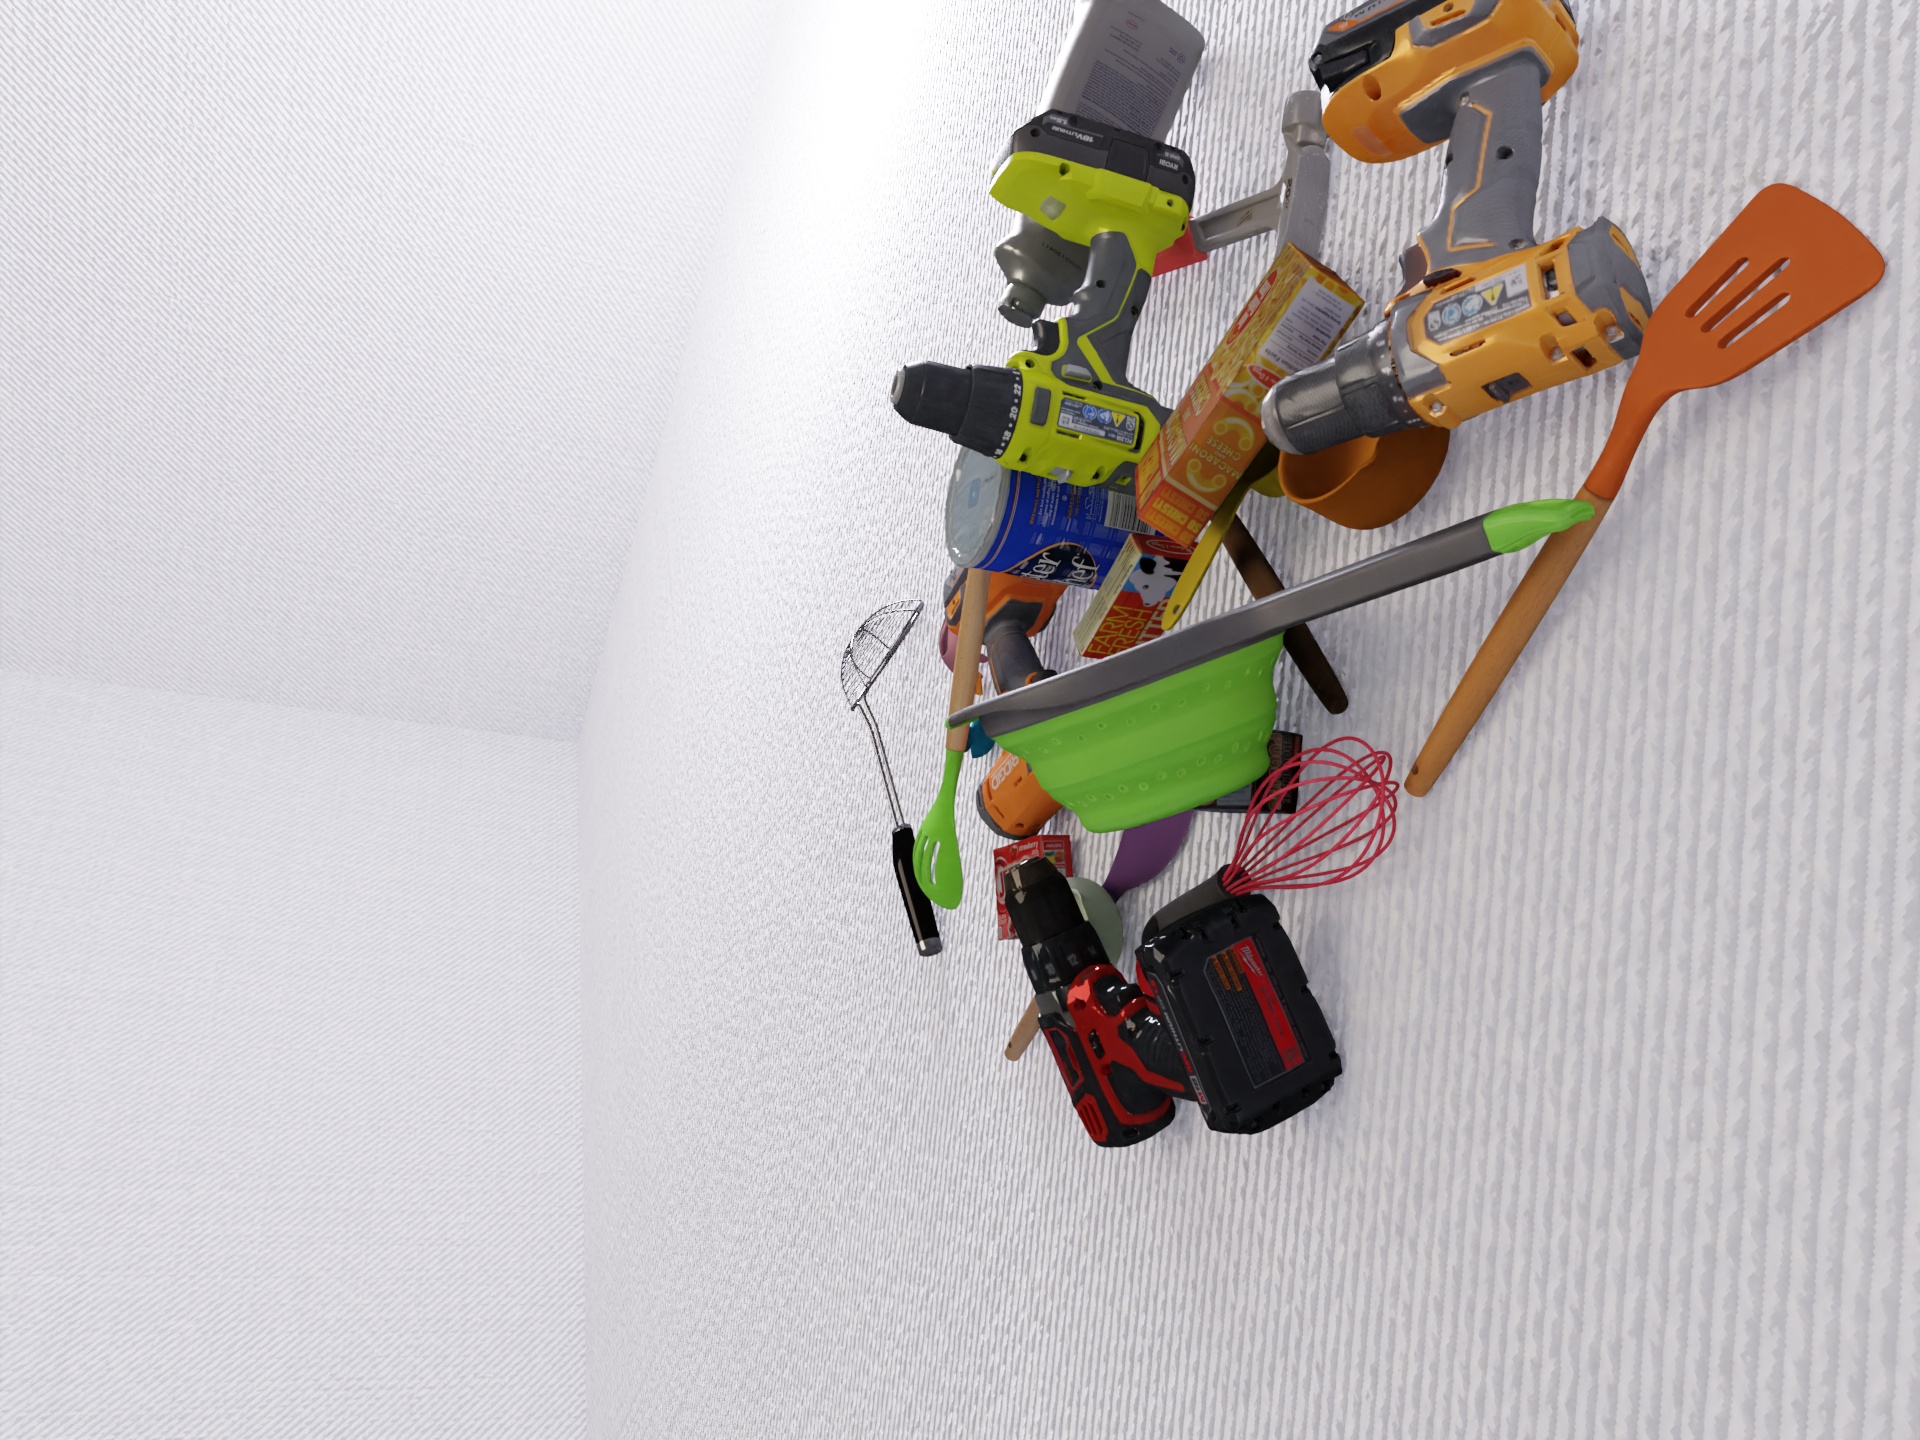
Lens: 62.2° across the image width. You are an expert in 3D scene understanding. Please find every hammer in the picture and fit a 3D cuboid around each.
[{"bbox_3d":[0.149,-0.331,1.141,0.359,0.036,0.149,-164,83,-68],"label":"hammer"}]

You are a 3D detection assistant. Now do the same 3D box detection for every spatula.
[{"bbox_3d":[0.182,-0.117,0.999,0.318,0.044,0.082,-109,35,-42],"label":"spatula"},{"bbox_3d":[0.285,-0.083,0.721,0.081,0.041,0.322,-106,28,-46],"label":"spatula"},{"bbox_3d":[0.095,0.144,1.126,0.315,0.018,0.060,-64,33,37],"label":"spatula"}]

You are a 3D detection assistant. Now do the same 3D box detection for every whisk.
[{"bbox_3d":[0.166,0.088,0.917,0.295,0.073,0.073,124,148,-60],"label":"whisk"}]

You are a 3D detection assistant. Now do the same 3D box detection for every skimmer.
[{"bbox_3d":[-0.043,0.049,1.502,0.127,0.090,0.364,-51,47,49],"label":"skimmer"}]

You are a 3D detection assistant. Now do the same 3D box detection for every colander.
[{"bbox_3d":[0.156,-0.014,0.830,0.397,0.204,0.094,-20,90,50],"label":"colander"}]

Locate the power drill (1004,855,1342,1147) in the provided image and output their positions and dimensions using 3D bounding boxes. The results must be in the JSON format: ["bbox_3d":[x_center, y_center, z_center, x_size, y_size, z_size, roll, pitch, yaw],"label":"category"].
[{"bbox_3d":[0.105,0.158,0.936,0.188,0.080,0.226,67,155,5],"label":"power drill"}]

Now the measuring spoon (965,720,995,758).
[{"bbox_3d":[0.016,0.014,1.314,0.128,0.021,0.042,-31,-59,-84],"label":"measuring spoon"}]

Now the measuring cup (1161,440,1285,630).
[{"bbox_3d":[0.170,-0.119,0.963,0.156,0.029,0.062,-61,25,8],"label":"measuring cup"}]

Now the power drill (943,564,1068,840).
[{"bbox_3d":[0.057,-0.043,1.214,0.164,0.084,0.227,128,140,-52],"label":"power drill"}]

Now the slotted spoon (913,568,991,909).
[{"bbox_3d":[-0.002,-0.004,1.217,0.070,0.031,0.313,29,114,58],"label":"slotted spoon"}]

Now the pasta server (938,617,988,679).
[{"bbox_3d":[0.037,-0.175,1.366,0.060,0.040,0.316,-117,41,-57],"label":"pasta server"}]

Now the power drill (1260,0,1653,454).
[{"bbox_3d":[0.227,-0.246,0.783,0.185,0.084,0.226,-18,64,38],"label":"power drill"}]

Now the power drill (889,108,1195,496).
[{"bbox_3d":[0.061,-0.272,1.044,0.080,0.190,0.228,159,122,-72],"label":"power drill"}]

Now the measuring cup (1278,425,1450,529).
[{"bbox_3d":[0.241,-0.179,0.840,0.173,0.052,0.095,-56,26,17],"label":"measuring cup"}]

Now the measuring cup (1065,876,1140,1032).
[{"bbox_3d":[0.103,0.174,1.072,0.168,0.038,0.083,51,133,36],"label":"measuring cup"}]

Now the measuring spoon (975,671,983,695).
[{"bbox_3d":[0.005,-0.056,1.358,0.116,0.011,0.021,70,-166,-57],"label":"measuring spoon"}]
